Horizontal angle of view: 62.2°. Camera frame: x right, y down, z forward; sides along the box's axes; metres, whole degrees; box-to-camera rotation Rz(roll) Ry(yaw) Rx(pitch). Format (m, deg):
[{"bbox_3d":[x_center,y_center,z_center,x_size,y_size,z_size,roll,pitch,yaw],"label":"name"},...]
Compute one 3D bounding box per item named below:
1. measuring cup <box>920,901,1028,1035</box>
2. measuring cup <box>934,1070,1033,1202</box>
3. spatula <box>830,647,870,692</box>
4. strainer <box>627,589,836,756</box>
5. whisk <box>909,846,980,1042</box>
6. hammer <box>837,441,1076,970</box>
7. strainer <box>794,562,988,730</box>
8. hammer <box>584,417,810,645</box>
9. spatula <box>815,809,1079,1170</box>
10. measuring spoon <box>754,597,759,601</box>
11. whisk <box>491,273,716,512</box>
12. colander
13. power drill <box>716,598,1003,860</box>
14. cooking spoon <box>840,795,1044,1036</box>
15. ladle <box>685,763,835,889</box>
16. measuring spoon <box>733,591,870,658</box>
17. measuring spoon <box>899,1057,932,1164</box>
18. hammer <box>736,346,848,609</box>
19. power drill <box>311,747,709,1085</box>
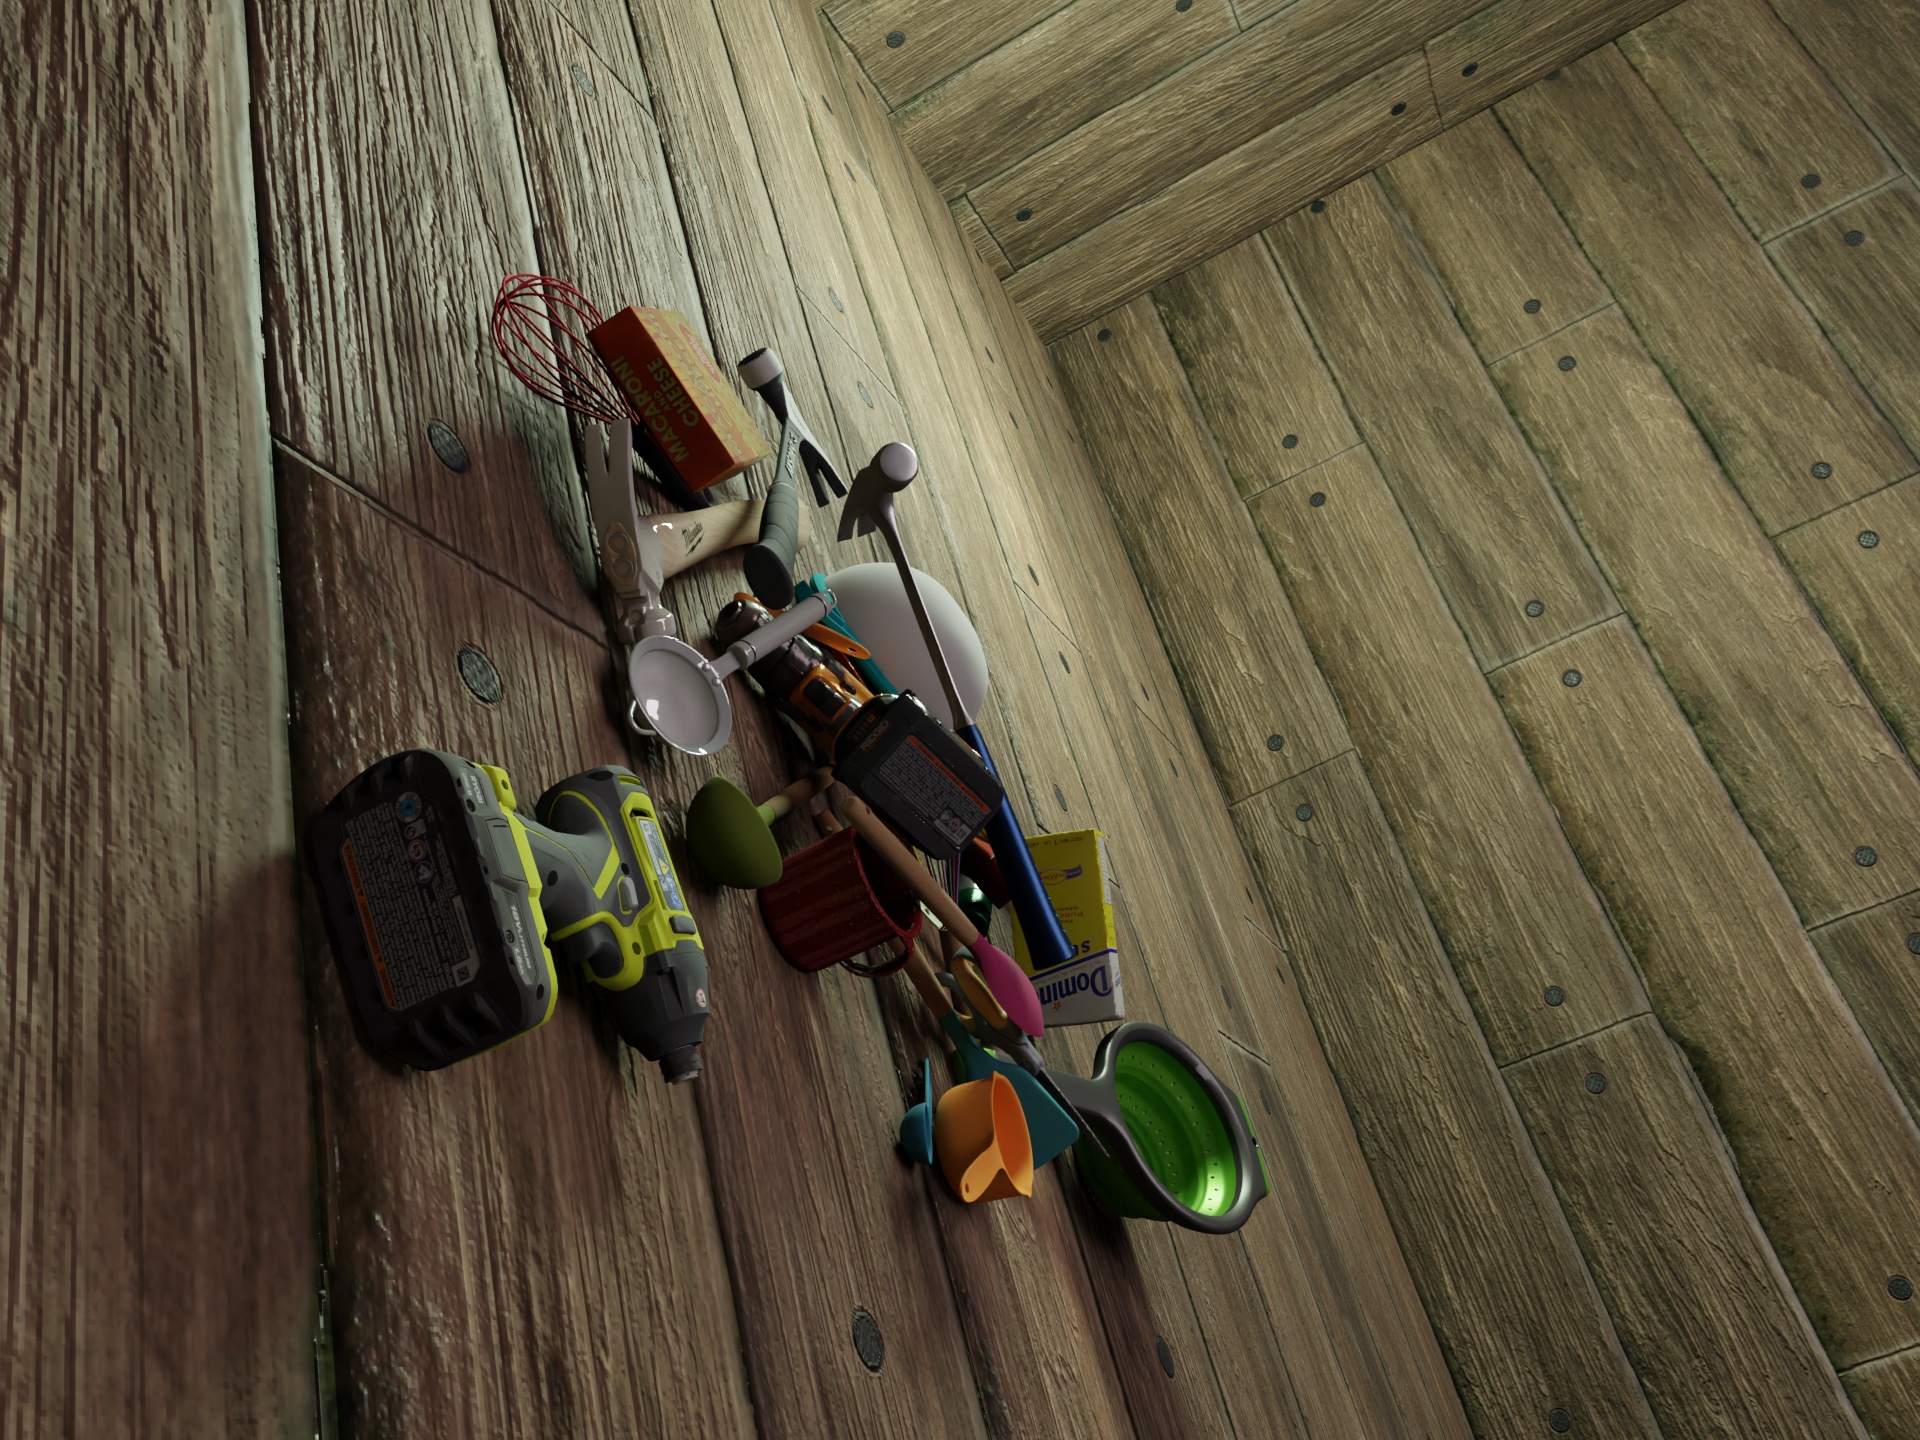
[{"bbox_3d":[0.004,0.212,1.348,0.167,0.038,0.083,47,21,-25],"label":"measuring cup"},{"bbox_3d":[0.004,0.312,1.131,0.173,0.052,0.095,-12,85,-74],"label":"measuring cup"},{"bbox_3d":[-0.052,-0.003,1.485,0.081,0.041,0.322,55,10,19],"label":"spatula"},{"bbox_3d":[-0.155,-0.039,1.083,0.087,0.050,0.258,58,38,-6],"label":"strainer"},{"bbox_3d":[-0.007,0.145,1.285,0.047,0.051,0.245,-18,102,-40],"label":"whisk"},{"bbox_3d":[-0.002,-0.004,1.225,0.405,0.035,0.144,69,-21,4],"label":"hammer"},{"bbox_3d":[-0.054,-0.086,1.391,0.211,0.095,0.340,55,5,18],"label":"strainer"},{"bbox_3d":[-0.187,-0.157,1.226,0.411,0.038,0.146,-47,129,-76],"label":"hammer"},{"bbox_3d":[-0.024,0.206,1.228,0.317,0.082,0.044,58,2,-3],"label":"spatula"},{"bbox_3d":[-0.164,-0.088,1.302,0.034,0.018,0.124,28,17,-9],"label":"measuring spoon"},{"bbox_3d":[-0.249,-0.226,1.163,0.295,0.073,0.073,50,20,-60],"label":"whisk"},{"bbox_3d":[0.113,0.359,1.404,0.396,0.094,0.205,26,37,-39],"label":"colander"},{"bbox_3d":[-0.084,-0.003,1.181,0.185,0.084,0.226,45,-5,-34],"label":"power drill"},{"bbox_3d":[-0.004,0.143,1.138,0.318,0.017,0.069,52,18,-45],"label":"cooking spoon"},{"bbox_3d":[-0.121,0.057,1.134,0.078,0.062,0.320,58,13,-1],"label":"ladle"},{"bbox_3d":[-0.126,-0.071,1.248,0.117,0.021,0.011,24,60,-3],"label":"measuring spoon"},{"bbox_3d":[-0.032,0.279,1.154,0.129,0.021,0.042,-92,175,-75],"label":"measuring spoon"},{"bbox_3d":[-0.140,-0.181,1.274,0.149,0.036,0.409,59,11,-25],"label":"hammer"},{"bbox_3d":[-0.198,0.099,0.773,0.171,0.080,0.223,68,12,14],"label":"power drill"}]
